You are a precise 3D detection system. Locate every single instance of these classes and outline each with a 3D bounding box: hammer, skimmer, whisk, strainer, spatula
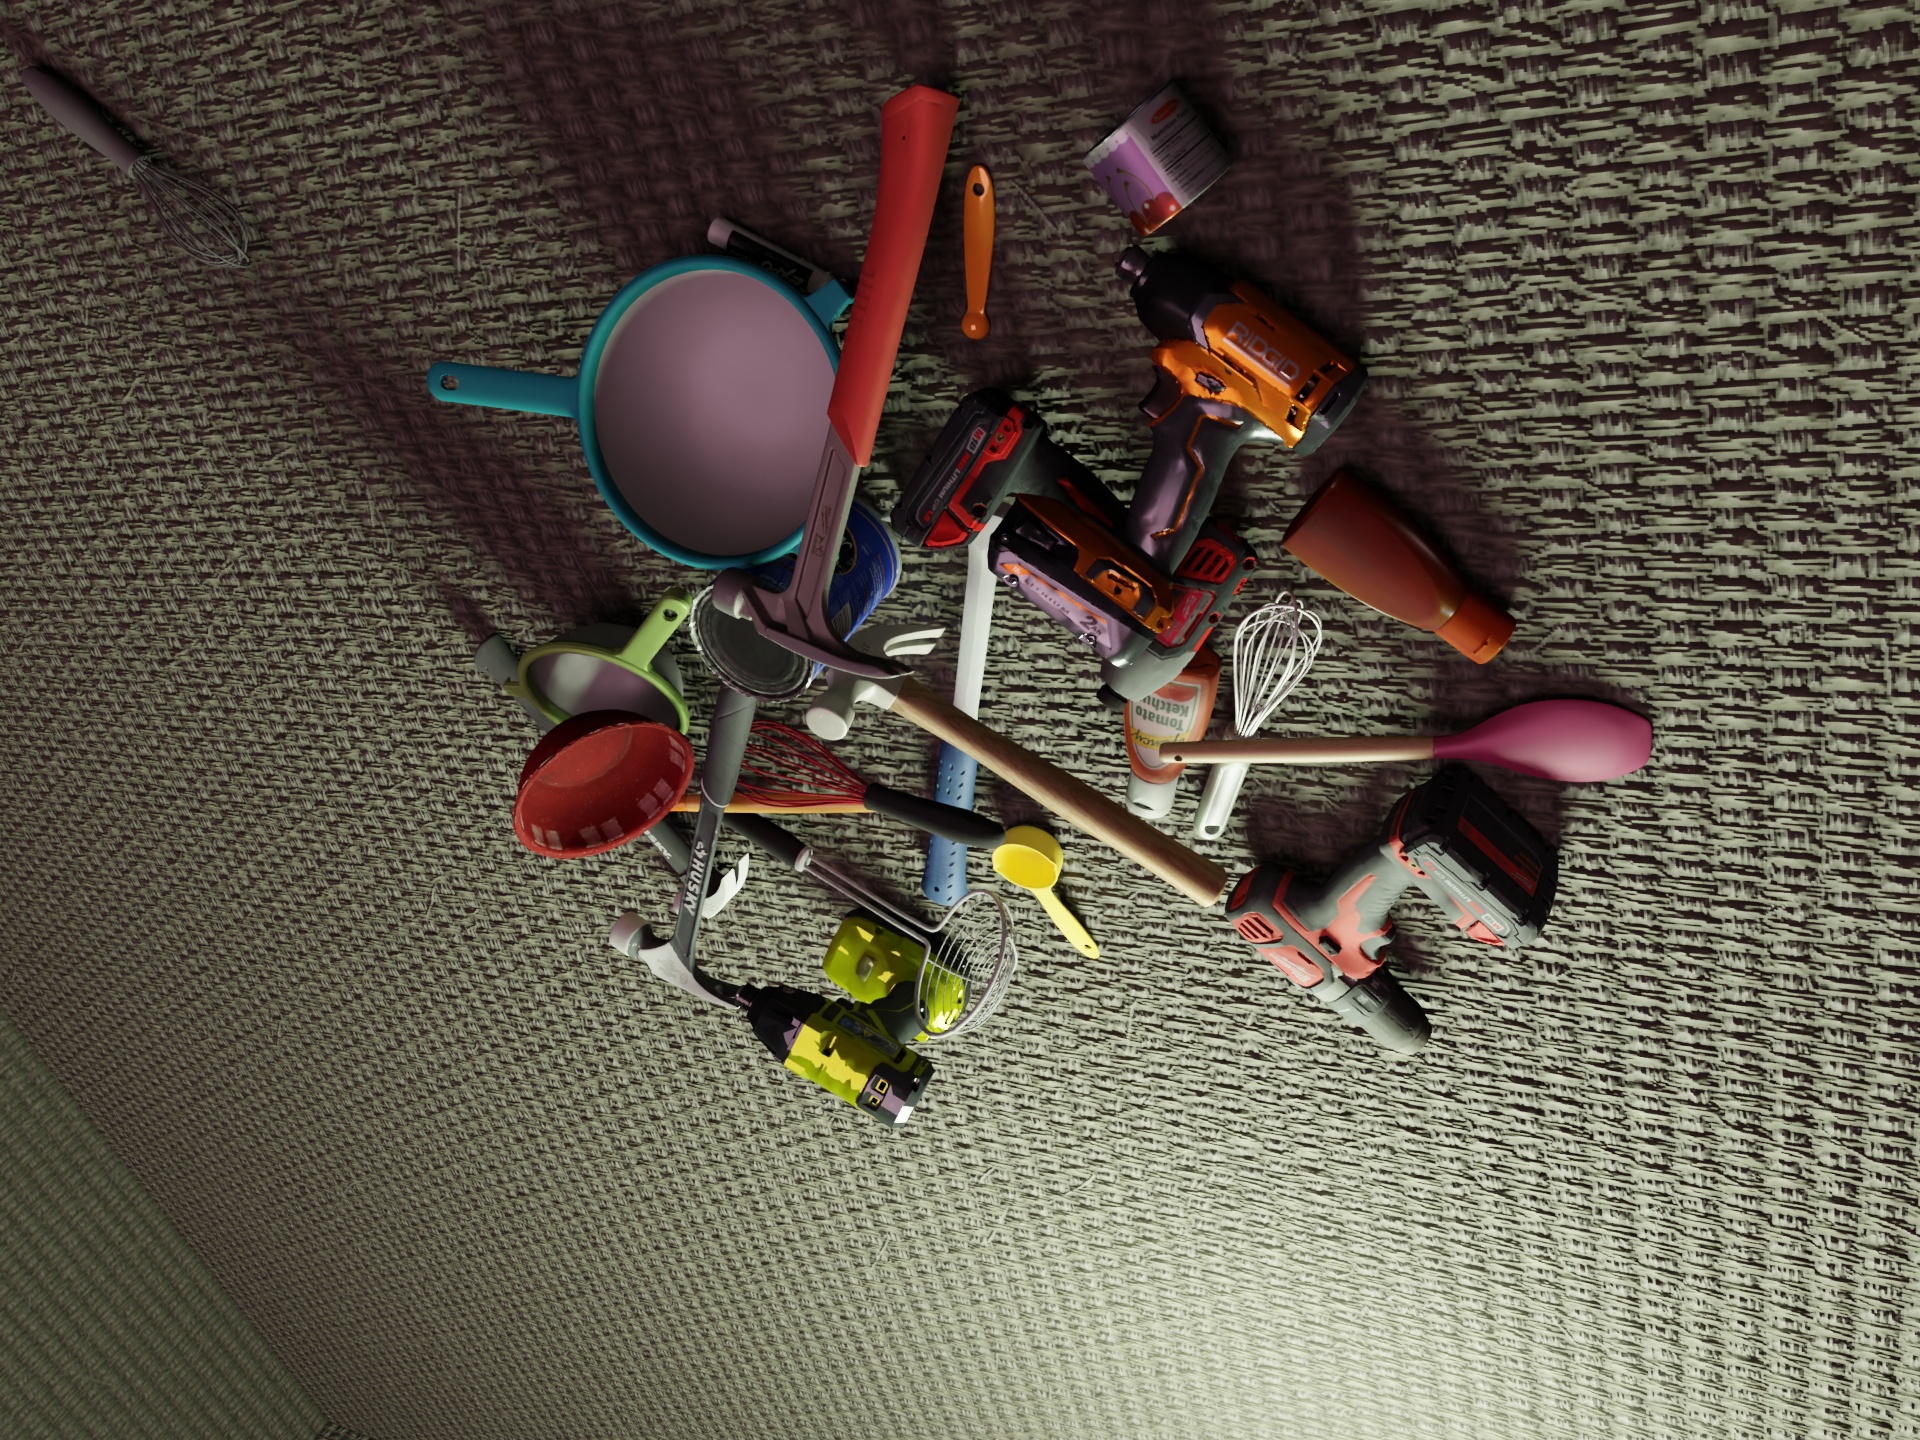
[{"bbox_3d":[-0.055,-0.210,1.001,0.149,0.036,0.359,24,109,22],"label":"hammer"},{"bbox_3d":[-0.102,0.143,1.357,0.363,0.090,0.127,28,92,26],"label":"skimmer"},{"bbox_3d":[0.203,0.004,1.128,0.058,0.059,0.246,3,137,-6],"label":"whisk"},{"bbox_3d":[-0.214,-0.227,1.135,0.340,0.095,0.211,11,107,19],"label":"strainer"},{"bbox_3d":[-0.215,0.069,1.407,0.322,0.041,0.081,0,104,12],"label":"spatula"},{"bbox_3d":[-0.329,0.051,1.485,0.334,0.035,0.146,49,146,-10],"label":"hammer"},{"bbox_3d":[-0.206,0.078,1.335,0.149,0.036,0.408,30,126,18],"label":"hammer"},{"bbox_3d":[-0.665,-0.446,1.282,0.239,0.055,0.055,41,136,1],"label":"whisk"},{"bbox_3d":[-0.272,-0.063,1.326,0.151,0.069,0.256,27,144,-18],"label":"strainer"},{"bbox_3d":[-0.002,-0.004,1.251,0.144,0.035,0.405,21,134,15],"label":"hammer"},{"bbox_3d":[0.052,0.037,1.156,0.331,0.130,0.031,32,136,-8],"label":"hammer"},{"bbox_3d":[-0.088,0.057,1.305,0.296,0.073,0.073,16,133,31],"label":"whisk"}]

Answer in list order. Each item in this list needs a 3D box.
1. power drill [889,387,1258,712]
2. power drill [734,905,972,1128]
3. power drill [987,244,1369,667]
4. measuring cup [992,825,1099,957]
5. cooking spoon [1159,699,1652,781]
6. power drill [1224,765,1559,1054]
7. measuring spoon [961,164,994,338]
[{"bbox_3d":[0.070,-0.112,1.057,0.219,0.078,0.143,33,104,1],"label":"power drill"},{"bbox_3d":[-0.085,0.244,1.365,0.171,0.223,0.080,29,108,7],"label":"power drill"},{"bbox_3d":[0.113,-0.164,0.962,0.164,0.084,0.226,37,102,-1],"label":"power drill"},{"bbox_3d":[0.081,0.144,1.338,0.062,0.029,0.156,-8,133,36],"label":"measuring cup"},{"bbox_3d":[0.291,0.019,1.068,0.319,0.017,0.068,-1,128,19],"label":"cooking spoon"},{"bbox_3d":[0.324,0.150,1.154,0.188,0.080,0.226,42,138,-6],"label":"power drill"},{"bbox_3d":[0.010,-0.297,1.018,0.021,0.011,0.116,18,133,18],"label":"measuring spoon"}]
